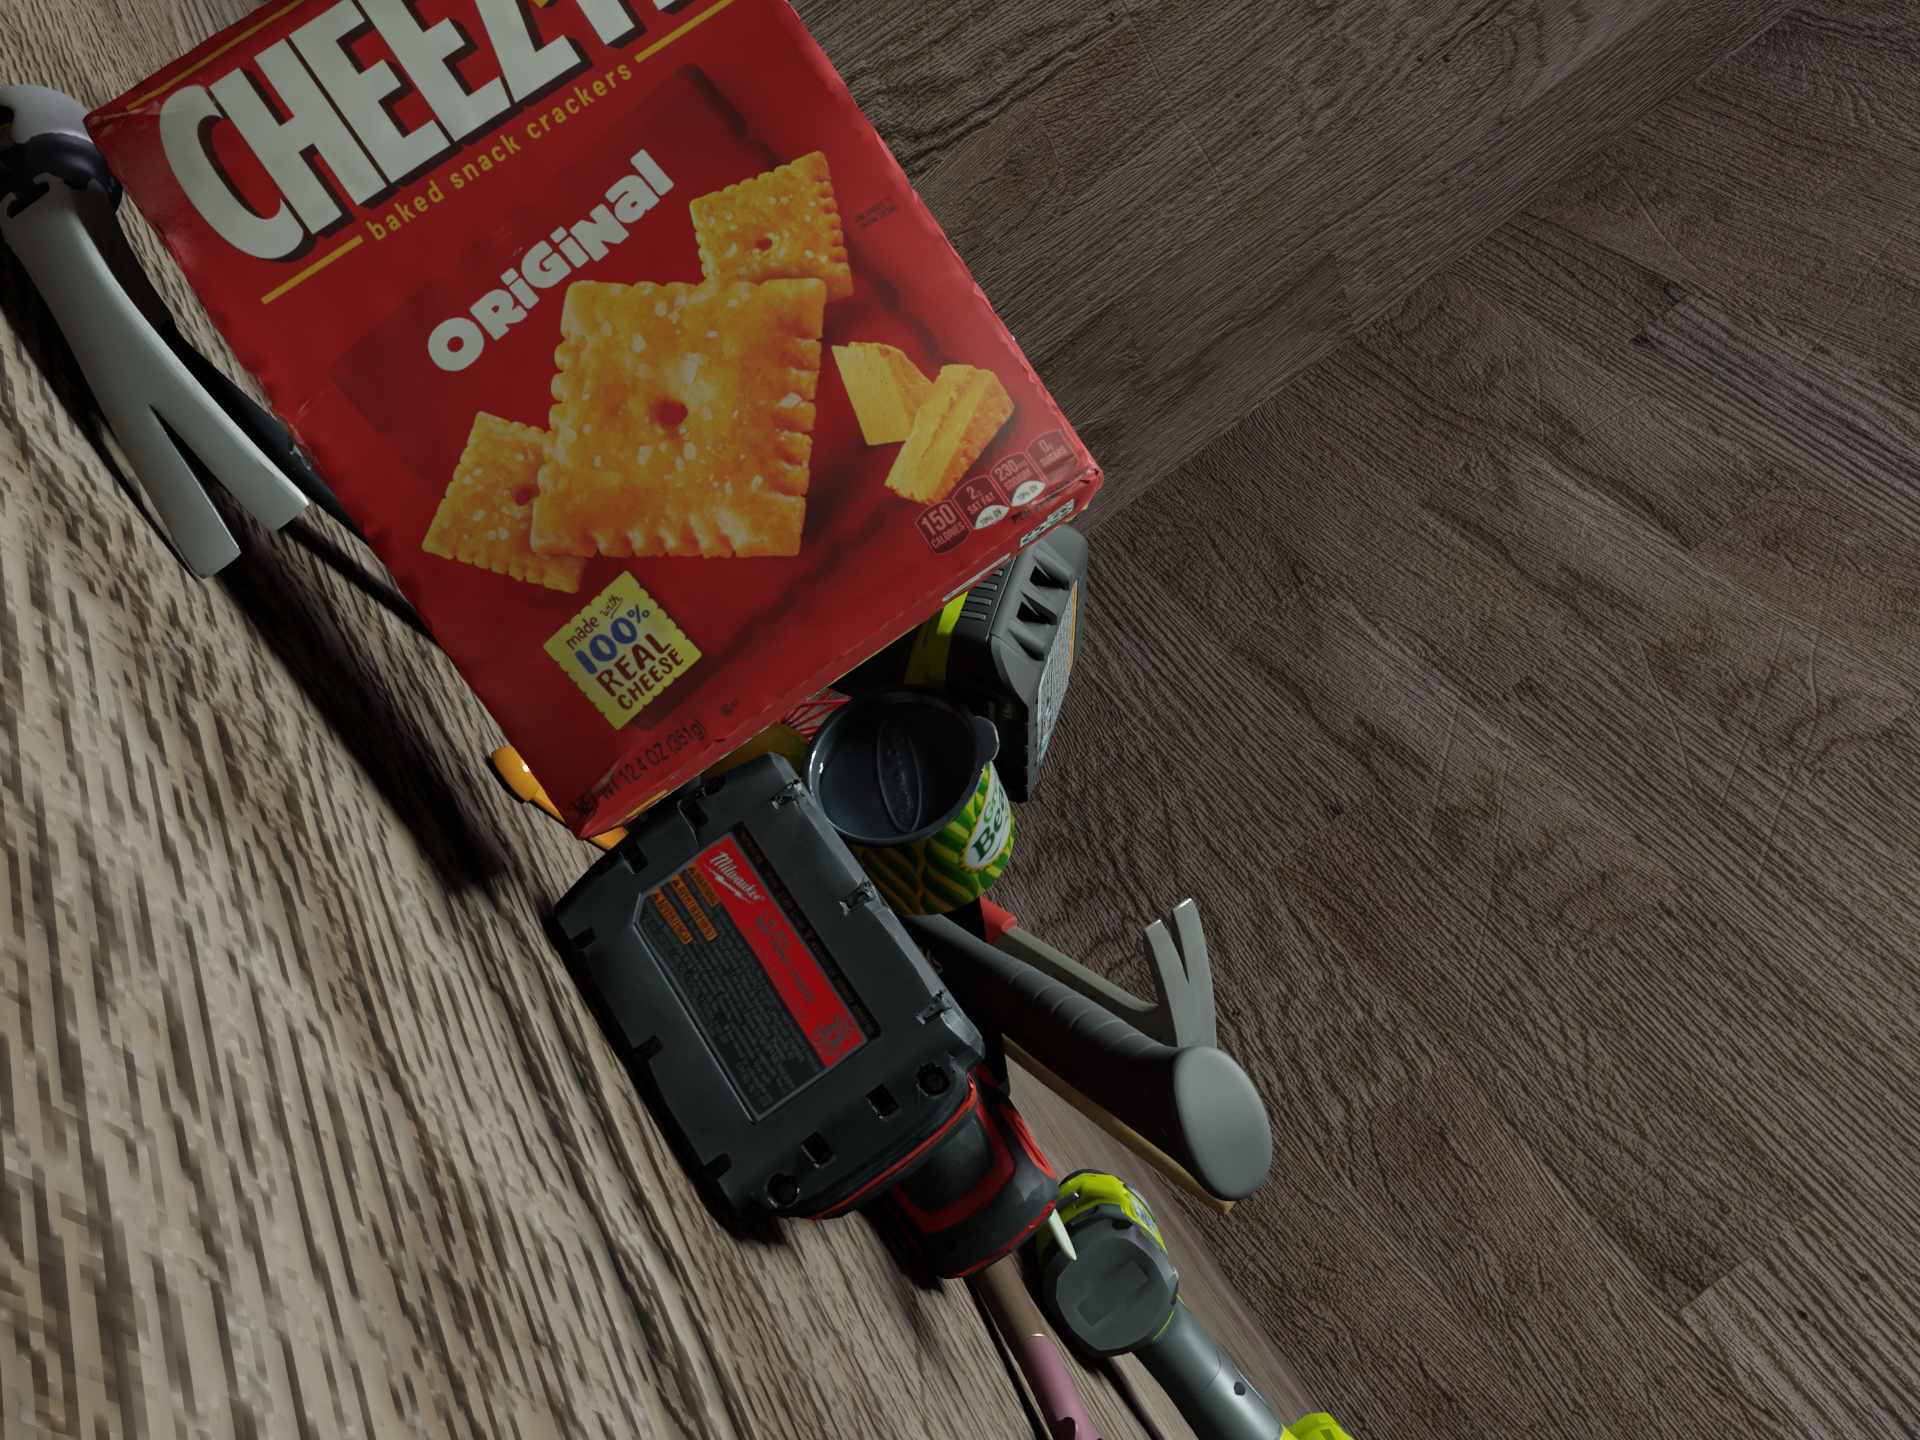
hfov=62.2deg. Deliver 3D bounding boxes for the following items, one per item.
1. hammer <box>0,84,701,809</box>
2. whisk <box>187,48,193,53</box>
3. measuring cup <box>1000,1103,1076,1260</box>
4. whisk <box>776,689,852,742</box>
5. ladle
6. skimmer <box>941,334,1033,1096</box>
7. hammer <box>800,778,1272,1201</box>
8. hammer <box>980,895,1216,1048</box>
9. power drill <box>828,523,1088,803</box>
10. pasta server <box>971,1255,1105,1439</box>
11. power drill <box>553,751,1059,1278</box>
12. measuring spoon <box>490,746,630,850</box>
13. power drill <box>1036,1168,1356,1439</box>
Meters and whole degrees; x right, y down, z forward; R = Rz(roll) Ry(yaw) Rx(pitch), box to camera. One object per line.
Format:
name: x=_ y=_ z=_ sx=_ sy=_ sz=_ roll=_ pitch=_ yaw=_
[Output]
hammer: x=-0.166 y=-0.034 z=0.559 sx=0.149 sy=0.036 sz=0.408 roll=54 pitch=-2 yaw=26
whisk: x=-0.320 y=-0.234 z=0.810 sx=0.239 sy=0.055 sz=0.055 roll=57 pitch=-3 yaw=-11
measuring cup: x=0.009 y=0.212 z=0.789 sx=0.083 sy=0.038 sz=0.168 roll=55 pitch=0 yaw=-38
whisk: x=-0.095 y=0.004 z=0.906 sx=0.073 sy=0.073 sz=0.296 roll=54 pitch=-23 yaw=-8
ladle: x=0.011 y=0.133 z=0.800 sx=0.320 sy=0.062 sz=0.078 roll=34 pitch=-19 yaw=25
skimmer: x=-0.001 y=-0.002 z=0.751 sx=0.090 sy=0.127 sz=0.363 roll=-27 pitch=111 yaw=-57
hammer: x=0.013 y=0.110 z=0.635 sx=0.335 sy=0.035 sz=0.146 roll=19 pitch=-57 yaw=63
hammer: x=-0.007 y=0.095 z=0.860 sx=0.359 sy=0.037 sz=0.149 roll=26 pitch=-44 yaw=44
power drill: x=-0.068 y=-0.050 z=0.627 sx=0.223 sy=0.080 sz=0.171 roll=16 pitch=-22 yaw=9
pasta server: x=0.024 y=0.222 z=0.623 sx=0.060 sy=0.040 sz=0.316 roll=42 pitch=3 yaw=-29
power drill: x=-0.049 y=0.091 z=0.533 sx=0.188 sy=0.080 sz=0.226 roll=53 pitch=-5 yaw=24
measuring spoon: x=-0.132 y=0.030 z=0.556 sx=0.021 sy=0.011 sz=0.116 roll=53 pitch=-2 yaw=21
power drill: x=0.123 y=0.335 z=0.831 sx=0.228 sy=0.080 sz=0.190 roll=50 pitch=-2 yaw=4
